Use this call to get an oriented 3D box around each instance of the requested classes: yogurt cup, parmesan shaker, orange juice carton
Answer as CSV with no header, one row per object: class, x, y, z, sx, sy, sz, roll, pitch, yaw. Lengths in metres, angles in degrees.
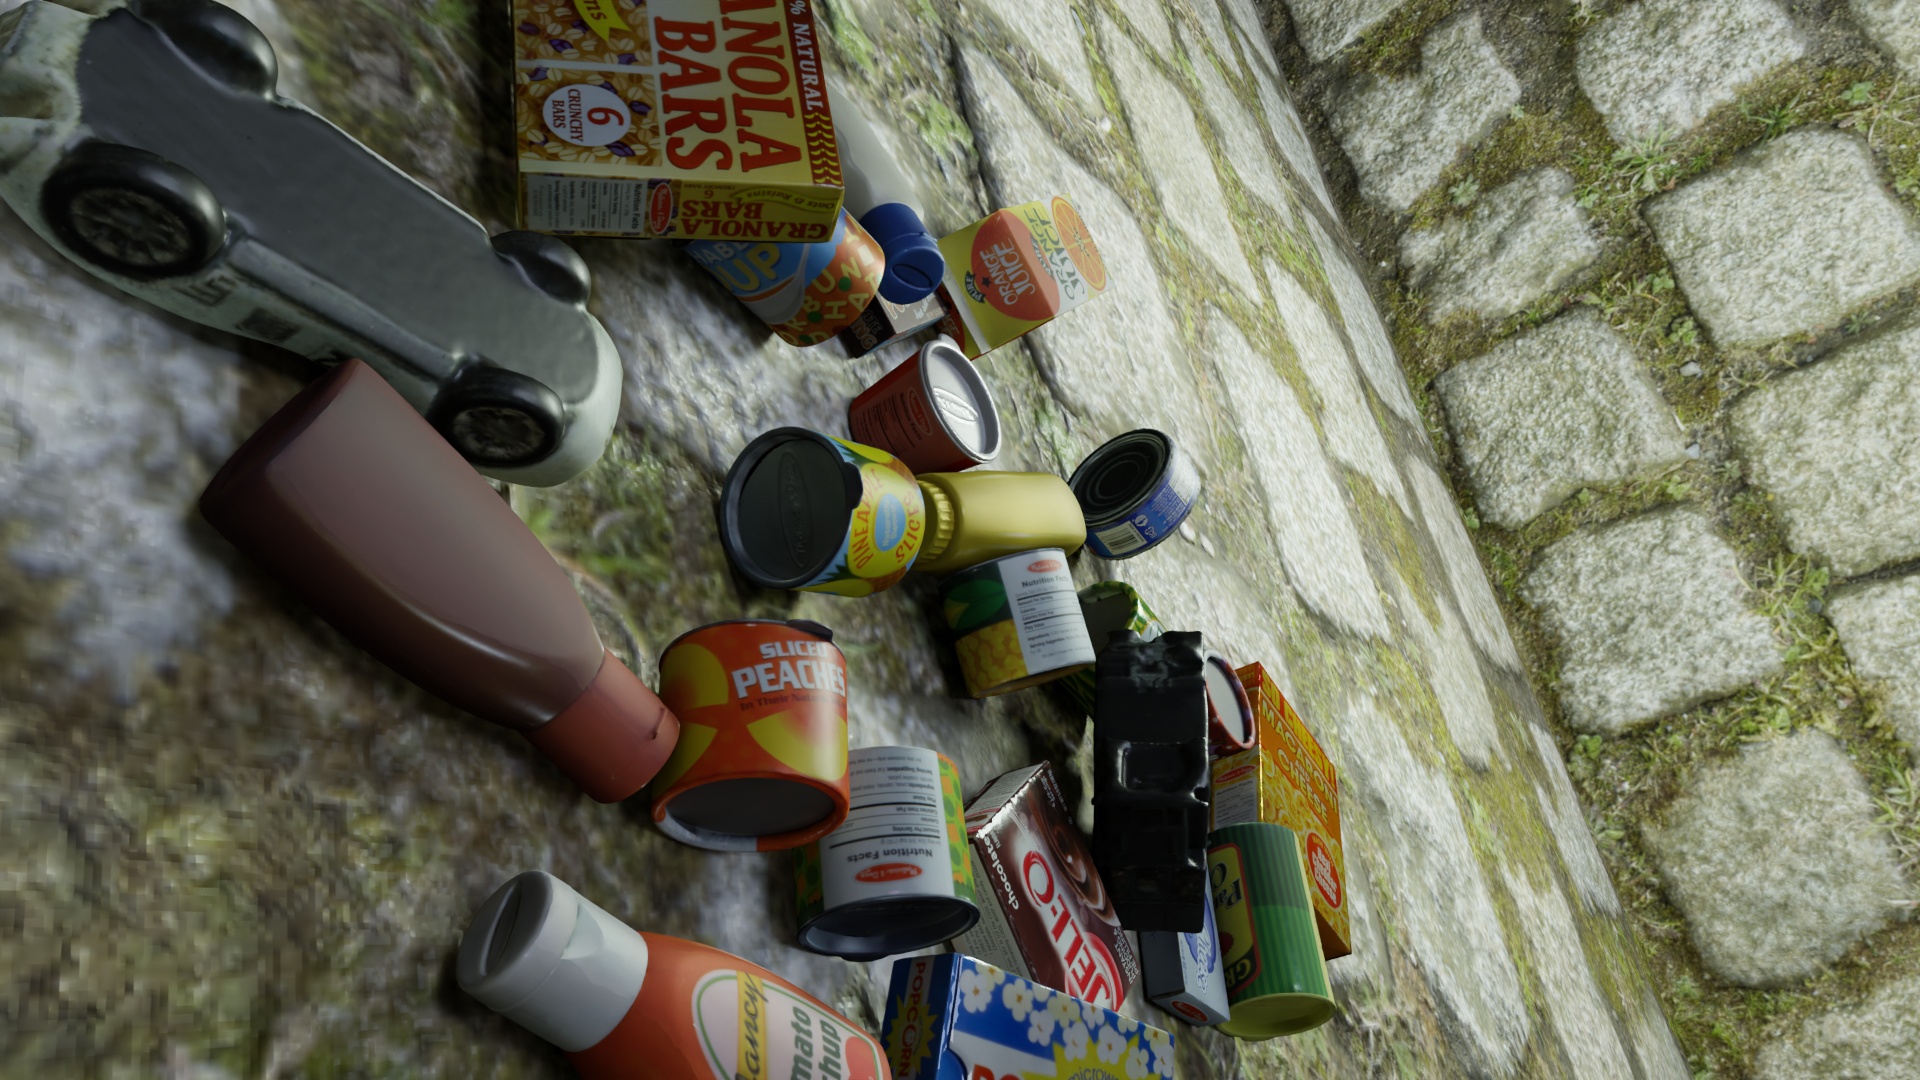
yogurt cup,-0.019,-0.060,0.706,0.072,0.054,0.073,43,33,-37
parmesan shaker,0.169,0.223,0.795,0.071,0.071,0.103,40,33,-41
orange juice carton,0.029,-0.163,0.868,0.071,0.073,0.193,62,26,-6

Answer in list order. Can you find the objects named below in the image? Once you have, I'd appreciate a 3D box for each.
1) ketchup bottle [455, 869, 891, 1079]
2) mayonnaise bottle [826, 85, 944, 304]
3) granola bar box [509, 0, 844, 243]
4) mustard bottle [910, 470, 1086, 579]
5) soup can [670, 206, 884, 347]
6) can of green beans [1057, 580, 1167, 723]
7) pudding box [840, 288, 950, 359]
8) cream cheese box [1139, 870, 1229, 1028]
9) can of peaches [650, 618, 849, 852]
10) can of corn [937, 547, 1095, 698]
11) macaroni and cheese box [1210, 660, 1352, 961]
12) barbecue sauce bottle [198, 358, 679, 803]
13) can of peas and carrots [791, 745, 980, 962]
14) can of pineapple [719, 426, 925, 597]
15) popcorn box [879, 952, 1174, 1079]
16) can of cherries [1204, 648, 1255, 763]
ketchup bottle,-0.080,0.149,0.411,0.148,0.043,0.065,46,29,-32
mayonnaise bottle,-0.053,-0.181,0.722,0.065,0.041,0.148,19,33,-46
granola bar box,-0.122,-0.198,0.577,0.124,0.039,0.166,-2,61,-18
mustard bottle,0.002,-0.009,0.691,0.160,0.065,0.049,3,64,-57
soup can,-0.086,-0.136,0.638,0.083,0.071,0.072,42,33,-40
can of green beans,0.085,0.065,0.775,0.057,0.071,0.071,49,29,-28
pudding box,-0.042,-0.133,0.756,0.049,0.030,0.084,61,26,-5
cream cheese box,0.118,0.207,0.757,0.053,0.024,0.104,43,33,-40
can of peaches,-0.070,0.067,0.475,0.071,0.071,0.058,38,37,-44
can of corn,0.026,0.042,0.687,0.071,0.071,0.058,6,65,-61
macaroni and cheese box,0.216,0.182,0.945,0.123,0.040,0.167,51,29,-25
barbecue sauce bottle,-0.144,0.019,0.410,0.148,0.043,0.065,51,28,-27
can of peas and carrots,-0.030,0.116,0.514,0.071,0.071,0.059,34,38,-47
can of pineapple,-0.055,-0.010,0.575,0.058,0.071,0.071,12,57,-59
popcorn box,0.025,0.212,0.514,0.126,0.038,0.085,31,55,-34
can of cherries,0.141,0.108,0.849,0.071,0.058,0.072,44,32,-36
